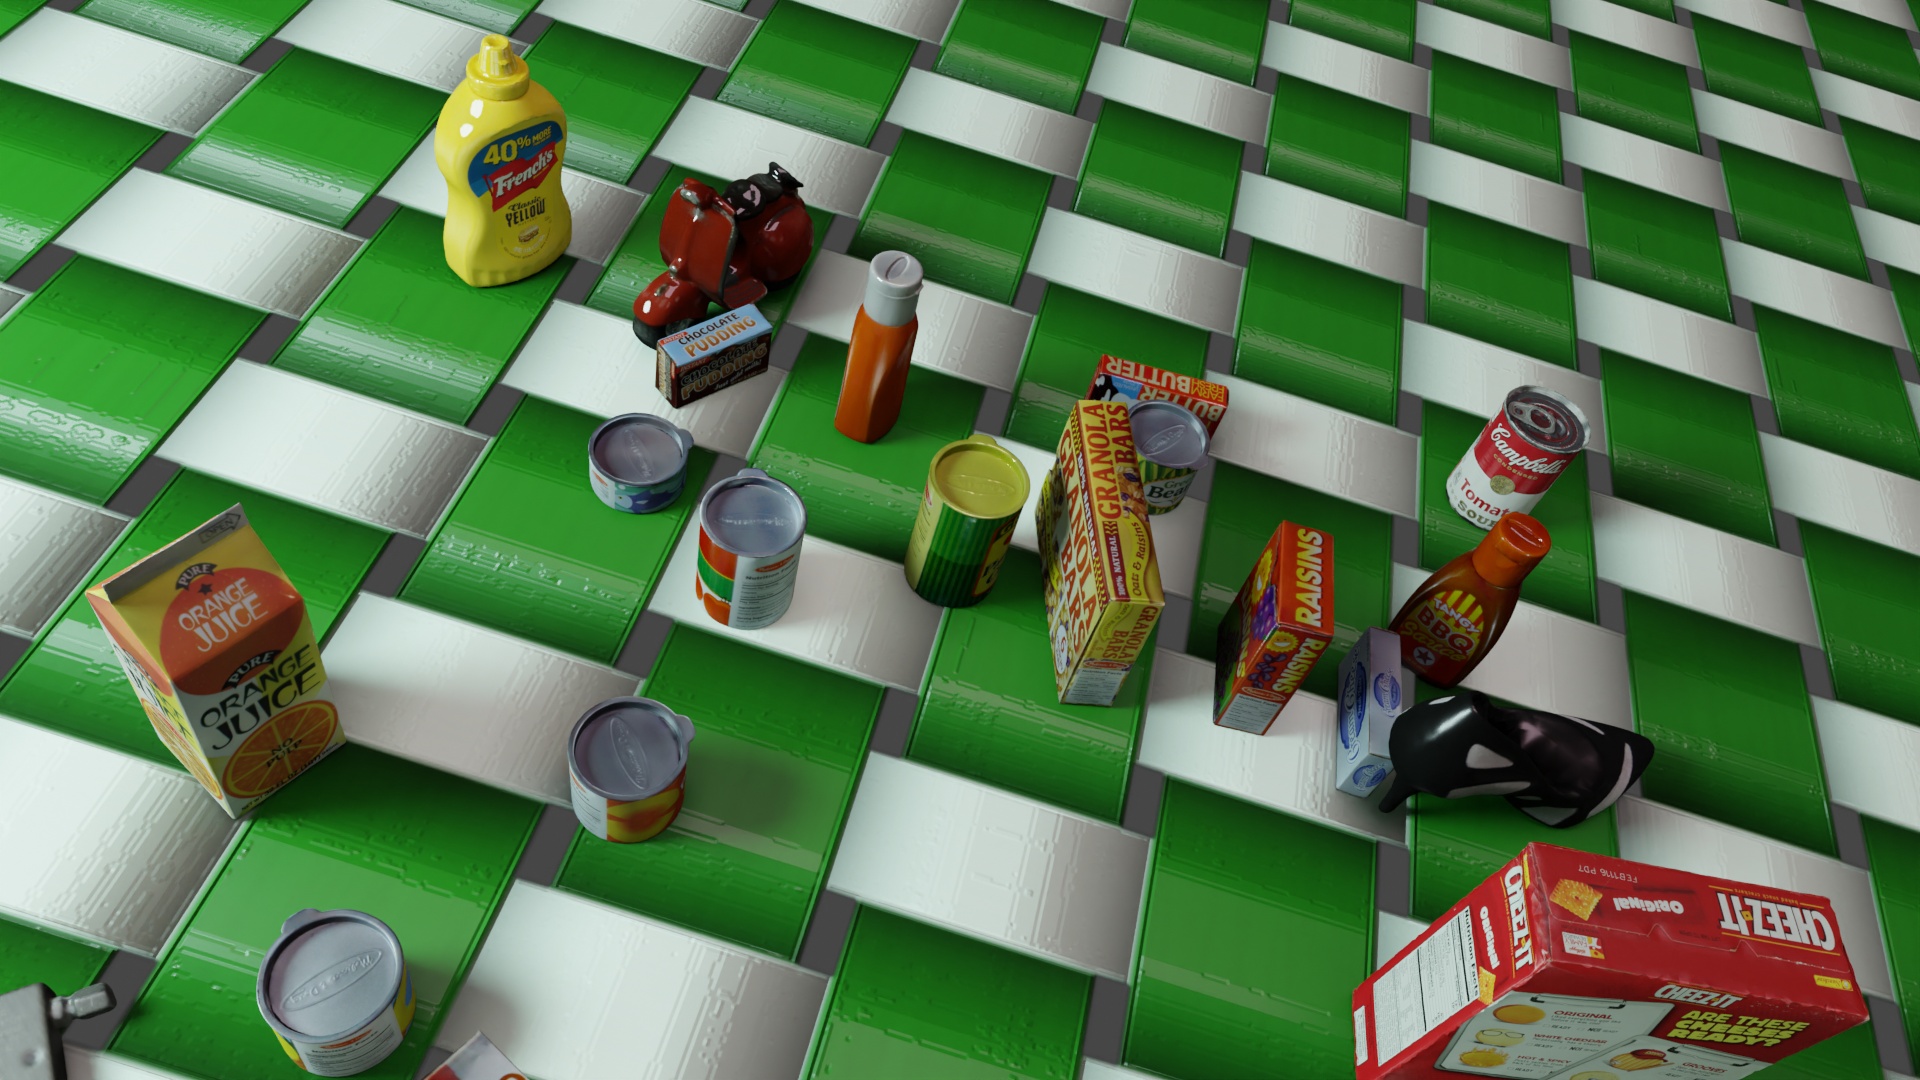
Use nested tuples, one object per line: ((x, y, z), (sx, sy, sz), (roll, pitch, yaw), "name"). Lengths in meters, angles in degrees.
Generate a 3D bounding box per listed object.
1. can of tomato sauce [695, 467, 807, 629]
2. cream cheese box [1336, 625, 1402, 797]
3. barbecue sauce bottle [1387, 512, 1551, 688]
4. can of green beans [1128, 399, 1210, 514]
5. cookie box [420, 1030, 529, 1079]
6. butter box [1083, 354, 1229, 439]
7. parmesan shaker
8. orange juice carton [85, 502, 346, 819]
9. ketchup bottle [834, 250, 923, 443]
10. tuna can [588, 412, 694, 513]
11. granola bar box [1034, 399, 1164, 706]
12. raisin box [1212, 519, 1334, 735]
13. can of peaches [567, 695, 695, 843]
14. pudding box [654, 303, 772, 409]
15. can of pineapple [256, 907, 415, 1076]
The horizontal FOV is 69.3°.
((-0.137, 0.007, 0.894), (0.071, 0.082, 0.071), (7, 51, -9), "can of tomato sauce")
((0.274, 0.115, 0.932), (0.024, 0.053, 0.104), (15, 51, -2), "cream cheese box")
((0.349, 0.039, 0.948), (0.065, 0.147, 0.044), (40, 54, 17), "barbecue sauce bottle")
((0.145, -0.061, 1.034), (0.071, 0.057, 0.071), (7, 51, -9), "can of green beans")
((-0.177, 0.294, 0.604), (0.123, 0.166, 0.040), (36, 53, 14), "cookie box")
((0.150, -0.107, 1.074), (0.103, 0.052, 0.024), (14, 51, -3), "butter box")
((0.003, -0.012, 0.931), (0.071, 0.102, 0.072), (7, 52, -9), "parmesan shaker")
((-0.385, 0.058, 0.720), (0.073, 0.191, 0.072), (38, 54, 16), "orange juice carton")
((-0.055, -0.138, 0.985), (0.043, 0.148, 0.065), (26, 51, 6), "ketchup bottle")
((-0.218, -0.053, 0.953), (0.071, 0.032, 0.071), (7, 51, -9), "tuna can")
((0.088, 0.008, 0.923), (0.039, 0.123, 0.166), (4, 52, -11), "granola bar box")
((0.204, 0.059, 0.913), (0.040, 0.122, 0.086), (15, 51, -2), "raisin box")
((-0.188, 0.132, 0.799), (0.071, 0.057, 0.071), (7, 51, -9), "can of peaches")
((-0.180, -0.136, 1.016), (0.084, 0.049, 0.030), (-29, 64, -31), "pudding box")
((-0.311, 0.225, 0.695), (0.071, 0.057, 0.071), (7, 51, -9), "can of pineapple")
